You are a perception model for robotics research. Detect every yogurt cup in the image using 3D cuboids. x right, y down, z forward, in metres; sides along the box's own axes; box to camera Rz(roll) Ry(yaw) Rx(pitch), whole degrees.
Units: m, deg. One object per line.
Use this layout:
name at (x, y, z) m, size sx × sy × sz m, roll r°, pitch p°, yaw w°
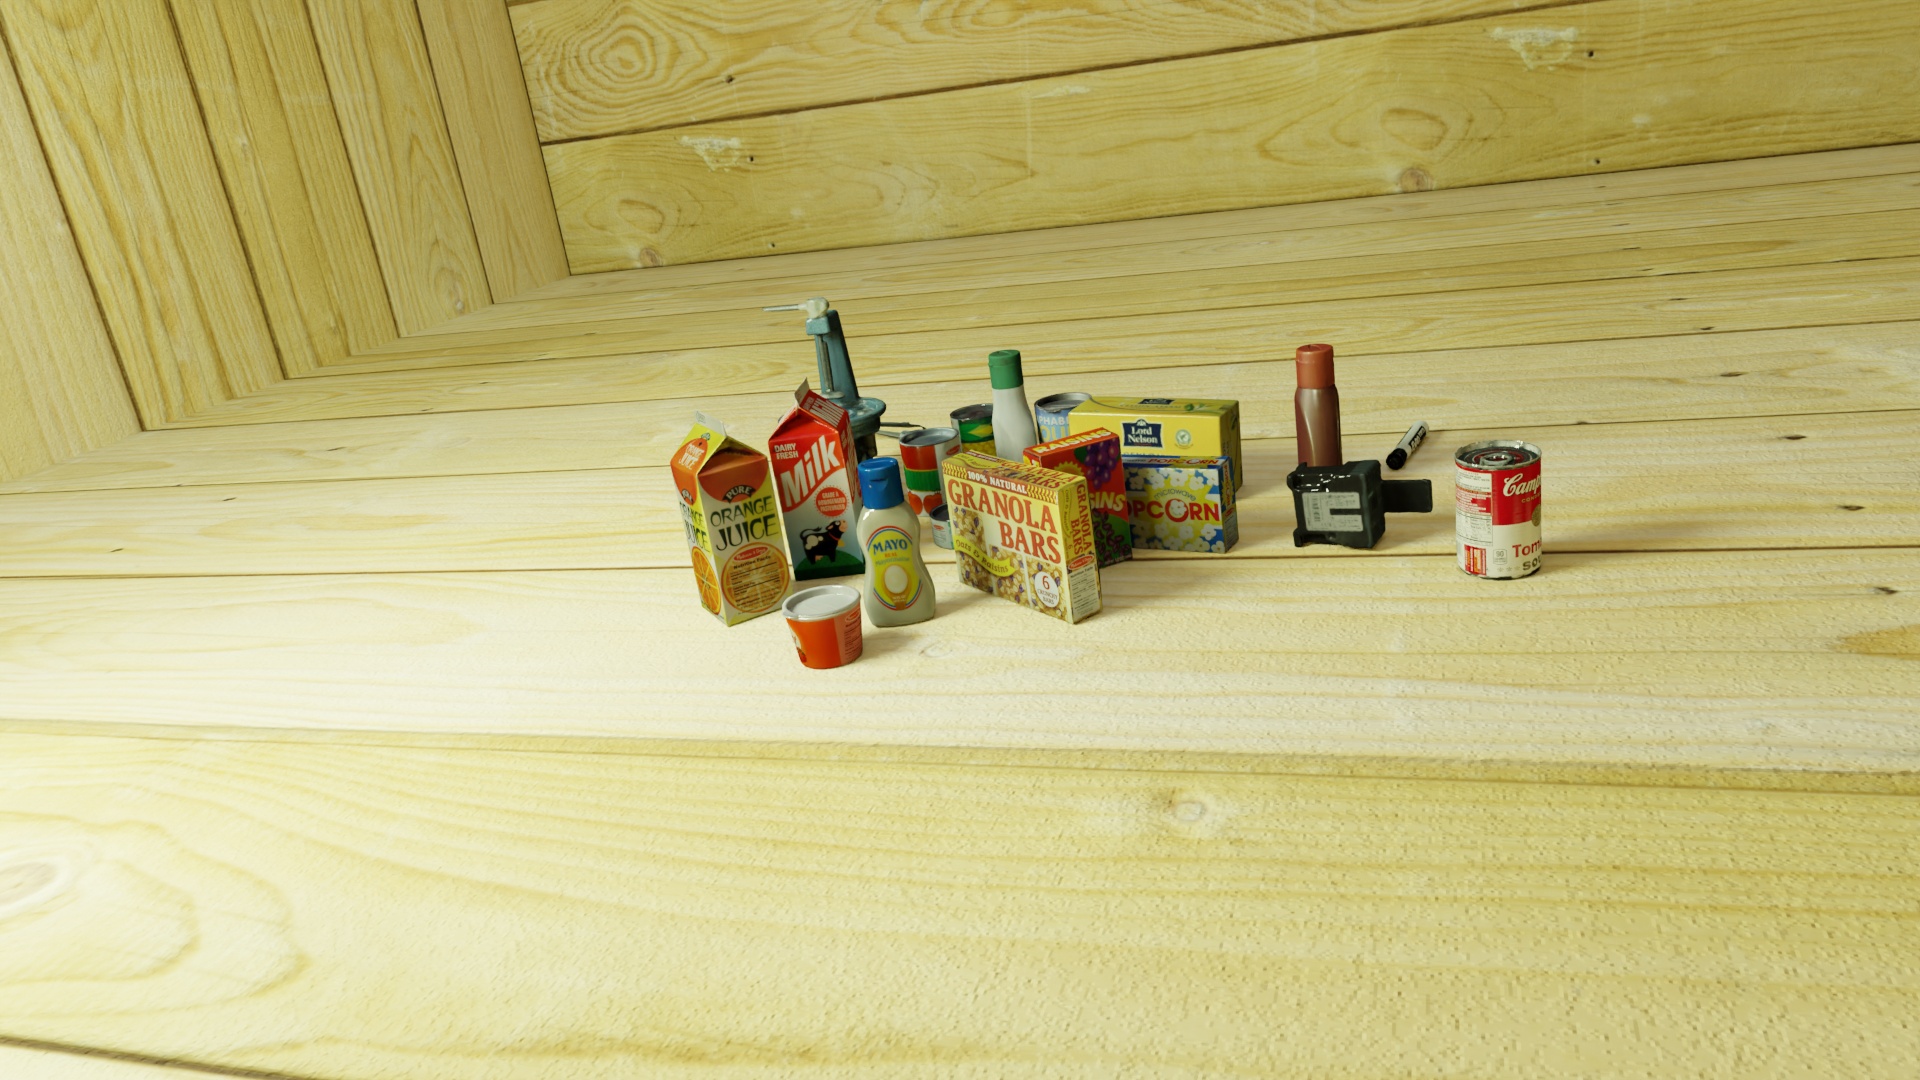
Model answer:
yogurt cup at (-0.115, 0.075, 1.188) m, size 0.072 × 0.053 × 0.072 m, roll -8°, pitch 20°, yaw 3°

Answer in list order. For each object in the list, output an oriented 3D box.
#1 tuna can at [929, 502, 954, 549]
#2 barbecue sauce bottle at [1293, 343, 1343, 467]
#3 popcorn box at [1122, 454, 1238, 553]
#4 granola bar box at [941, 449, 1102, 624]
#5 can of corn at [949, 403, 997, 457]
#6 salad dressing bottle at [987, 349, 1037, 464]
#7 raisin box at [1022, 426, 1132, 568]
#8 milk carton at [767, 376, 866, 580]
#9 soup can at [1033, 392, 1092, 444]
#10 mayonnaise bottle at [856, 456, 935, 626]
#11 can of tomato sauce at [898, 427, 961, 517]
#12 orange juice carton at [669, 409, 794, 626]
tuna can at (0.005, -0.018, 1.422) m, size 0.071 × 0.032 × 0.071 m, roll -8°, pitch 20°, yaw 3°
barbecue sauce bottle at (0.357, -0.121, 1.389) m, size 0.044 × 0.148 × 0.065 m, roll -8°, pitch 20°, yaw 3°
popcorn box at (0.195, -0.036, 1.317) m, size 0.126 × 0.085 × 0.038 m, roll 3°, pitch 23°, yaw 30°
granola bar box at (0.054, -0.006, 1.237) m, size 0.039 × 0.123 × 0.165 m, roll -21°, pitch 23°, yaw -32°
can of corn at (0.026, -0.129, 1.681) m, size 0.071 × 0.058 × 0.071 m, roll -8°, pitch 20°, yaw 3°
salad dressing bottle at (0.058, -0.140, 1.565) m, size 0.044 × 0.147 × 0.064 m, roll -15°, pitch 21°, yaw -18°
raisin box at (0.110, -0.034, 1.291) m, size 0.086 × 0.123 × 0.040 m, roll -16°, pitch 21°, yaw -19°
milk carton at (-0.141, -0.063, 1.374) m, size 0.073 × 0.189 × 0.072 m, roll -7°, pitch 20°, yaw 6°
soup can at (0.120, -0.119, 1.575) m, size 0.071 × 0.083 × 0.071 m, roll -8°, pitch 20°, yaw 3°
mayonnaise bottle at (-0.062, 0.001, 1.229) m, size 0.065 × 0.147 × 0.041 m, roll -8°, pitch 19°, yaw 1°
can of tomato sauce at (-0.030, -0.075, 1.519) m, size 0.071 × 0.082 × 0.071 m, roll -8°, pitch 20°, yaw 3°
orange juice carton at (-0.217, -0.026, 1.301) m, size 0.073 × 0.192 × 0.072 m, roll -19°, pitch 22°, yaw -26°
